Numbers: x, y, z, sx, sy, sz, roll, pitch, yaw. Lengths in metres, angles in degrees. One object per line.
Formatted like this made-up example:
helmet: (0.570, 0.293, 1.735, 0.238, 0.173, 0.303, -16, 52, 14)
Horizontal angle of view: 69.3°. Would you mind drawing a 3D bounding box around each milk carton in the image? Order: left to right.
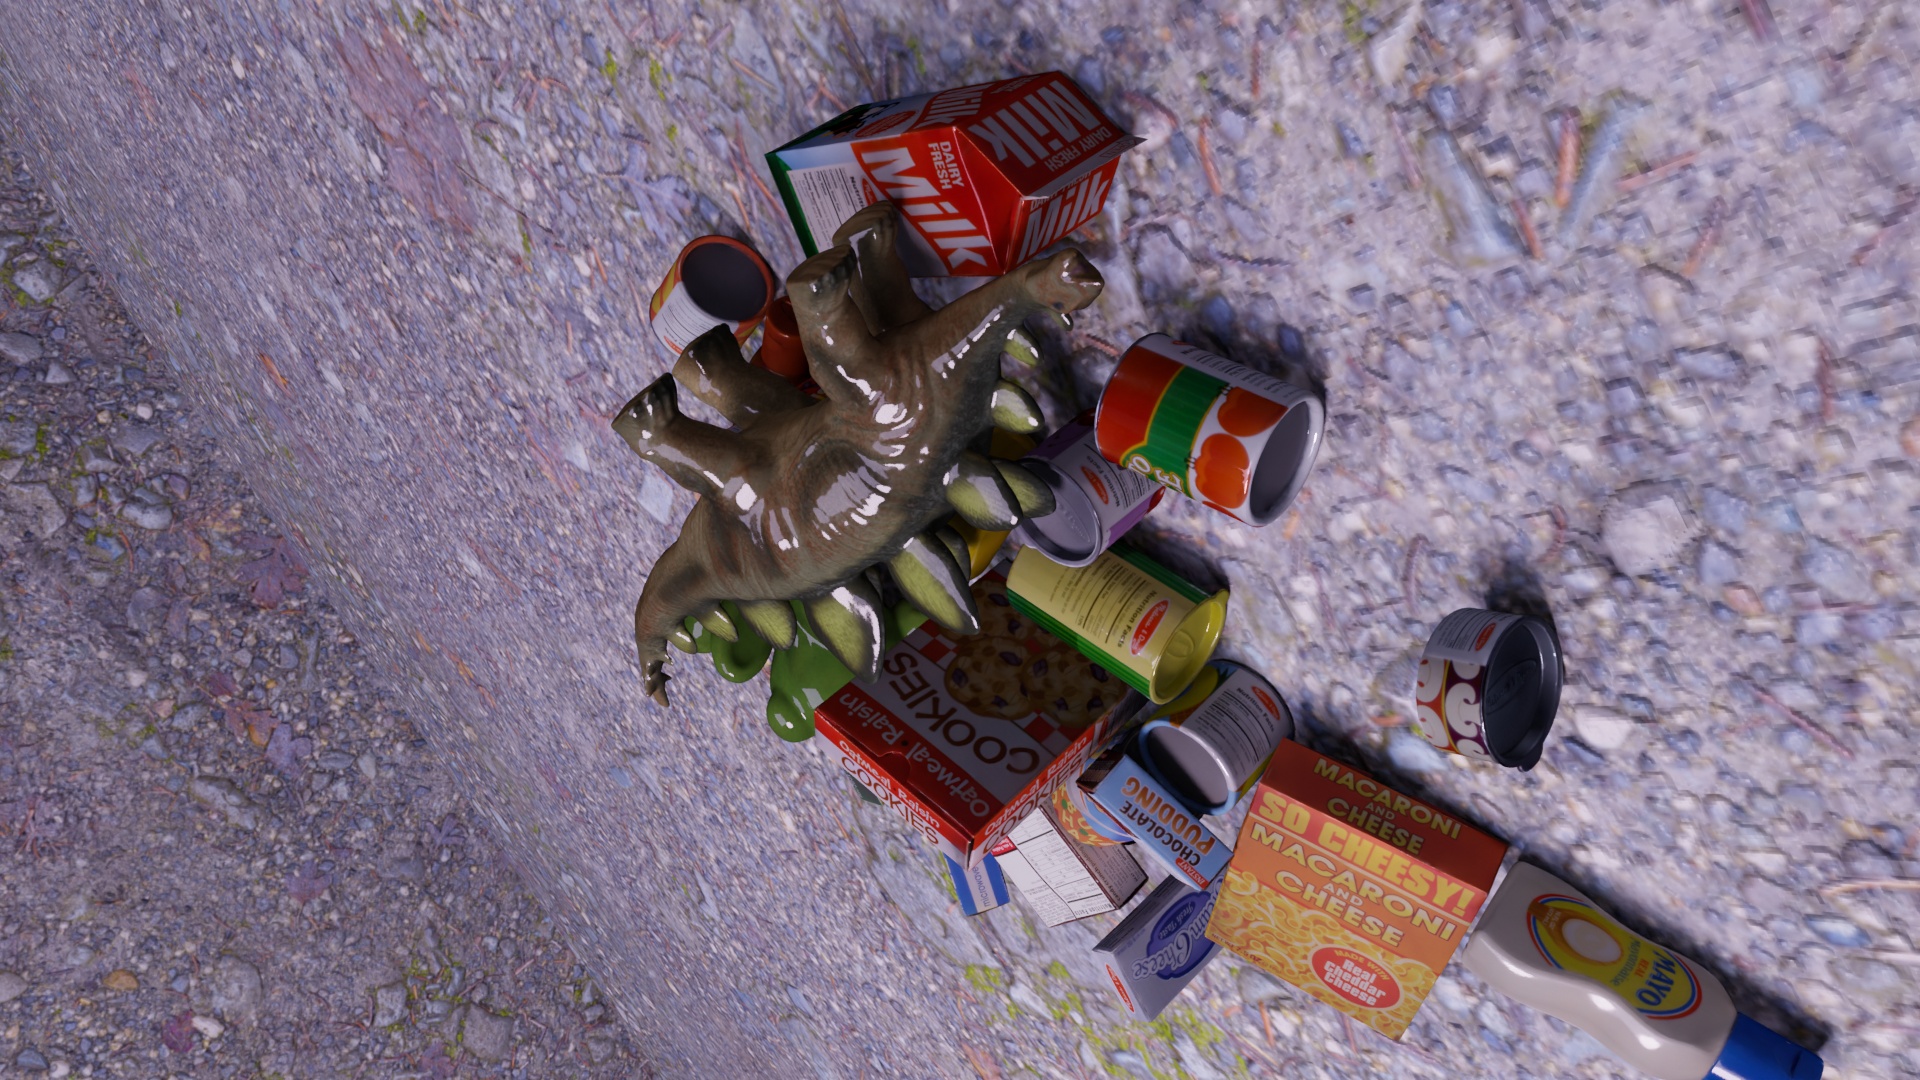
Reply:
milk carton: (-0.003, -0.173, 0.668, 0.190, 0.073, 0.073, 11, 130, 48)

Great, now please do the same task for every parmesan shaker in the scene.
parmesan shaker: (0.086, 0.033, 0.764, 0.103, 0.071, 0.071, 33, 143, 30)

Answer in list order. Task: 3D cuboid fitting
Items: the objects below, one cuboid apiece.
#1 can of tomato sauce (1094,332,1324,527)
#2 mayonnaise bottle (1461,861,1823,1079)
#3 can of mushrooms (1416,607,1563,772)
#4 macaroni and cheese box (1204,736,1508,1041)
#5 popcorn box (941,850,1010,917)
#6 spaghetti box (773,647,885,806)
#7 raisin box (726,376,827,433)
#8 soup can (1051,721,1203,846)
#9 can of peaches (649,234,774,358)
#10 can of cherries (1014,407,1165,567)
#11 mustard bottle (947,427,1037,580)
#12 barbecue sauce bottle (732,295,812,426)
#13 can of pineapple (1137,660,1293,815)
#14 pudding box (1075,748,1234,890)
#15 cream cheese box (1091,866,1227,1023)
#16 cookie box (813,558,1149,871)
can of tomato sauce: (0.114, -0.050, 0.640, 0.083, 0.071, 0.070, 28, 141, 33)
mayonnaise bottle: (0.315, 0.212, 0.646, 0.148, 0.065, 0.041, 29, 137, 27)
can of mushrooms: (0.230, 0.065, 0.604, 0.033, 0.071, 0.070, 8, 127, 49)
macaroni and cheese box: (0.210, 0.193, 0.762, 0.124, 0.040, 0.165, 25, 140, 19)
popcorn box: (-0.003, 0.203, 1.031, 0.085, 0.038, 0.126, -113, 6, -60)
spaghetti box: (-0.103, 0.098, 1.057, 0.028, 0.050, 0.249, 7, 132, 44)
raisin box: (-0.096, -0.046, 0.863, 0.040, 0.124, 0.085, 19, 134, 42)
soup can: (0.101, 0.149, 0.851, 0.071, 0.072, 0.083, 53, 148, -1)
can of peaches: (-0.159, -0.156, 0.892, 0.071, 0.071, 0.058, 53, 145, -1)
can of cherries: (0.064, -0.028, 0.735, 0.071, 0.059, 0.071, 32, 143, 28)
mustard bottle: (0.003, -0.010, 0.829, 0.049, 0.065, 0.159, 42, 151, 9)
barbecue sauce bottle: (-0.117, -0.099, 0.915, 0.065, 0.044, 0.147, 47, 148, 17)
can of pineapple: (0.140, 0.110, 0.772, 0.071, 0.058, 0.070, 33, 143, 29)
pudding box: (0.107, 0.155, 0.773, 0.084, 0.030, 0.049, 42, 172, -1)
cream cheese box: (0.134, 0.245, 0.868, 0.024, 0.104, 0.053, -10, 112, 59)
cookie box: (0.016, 0.096, 0.814, 0.123, 0.168, 0.040, 35, 143, 26)
